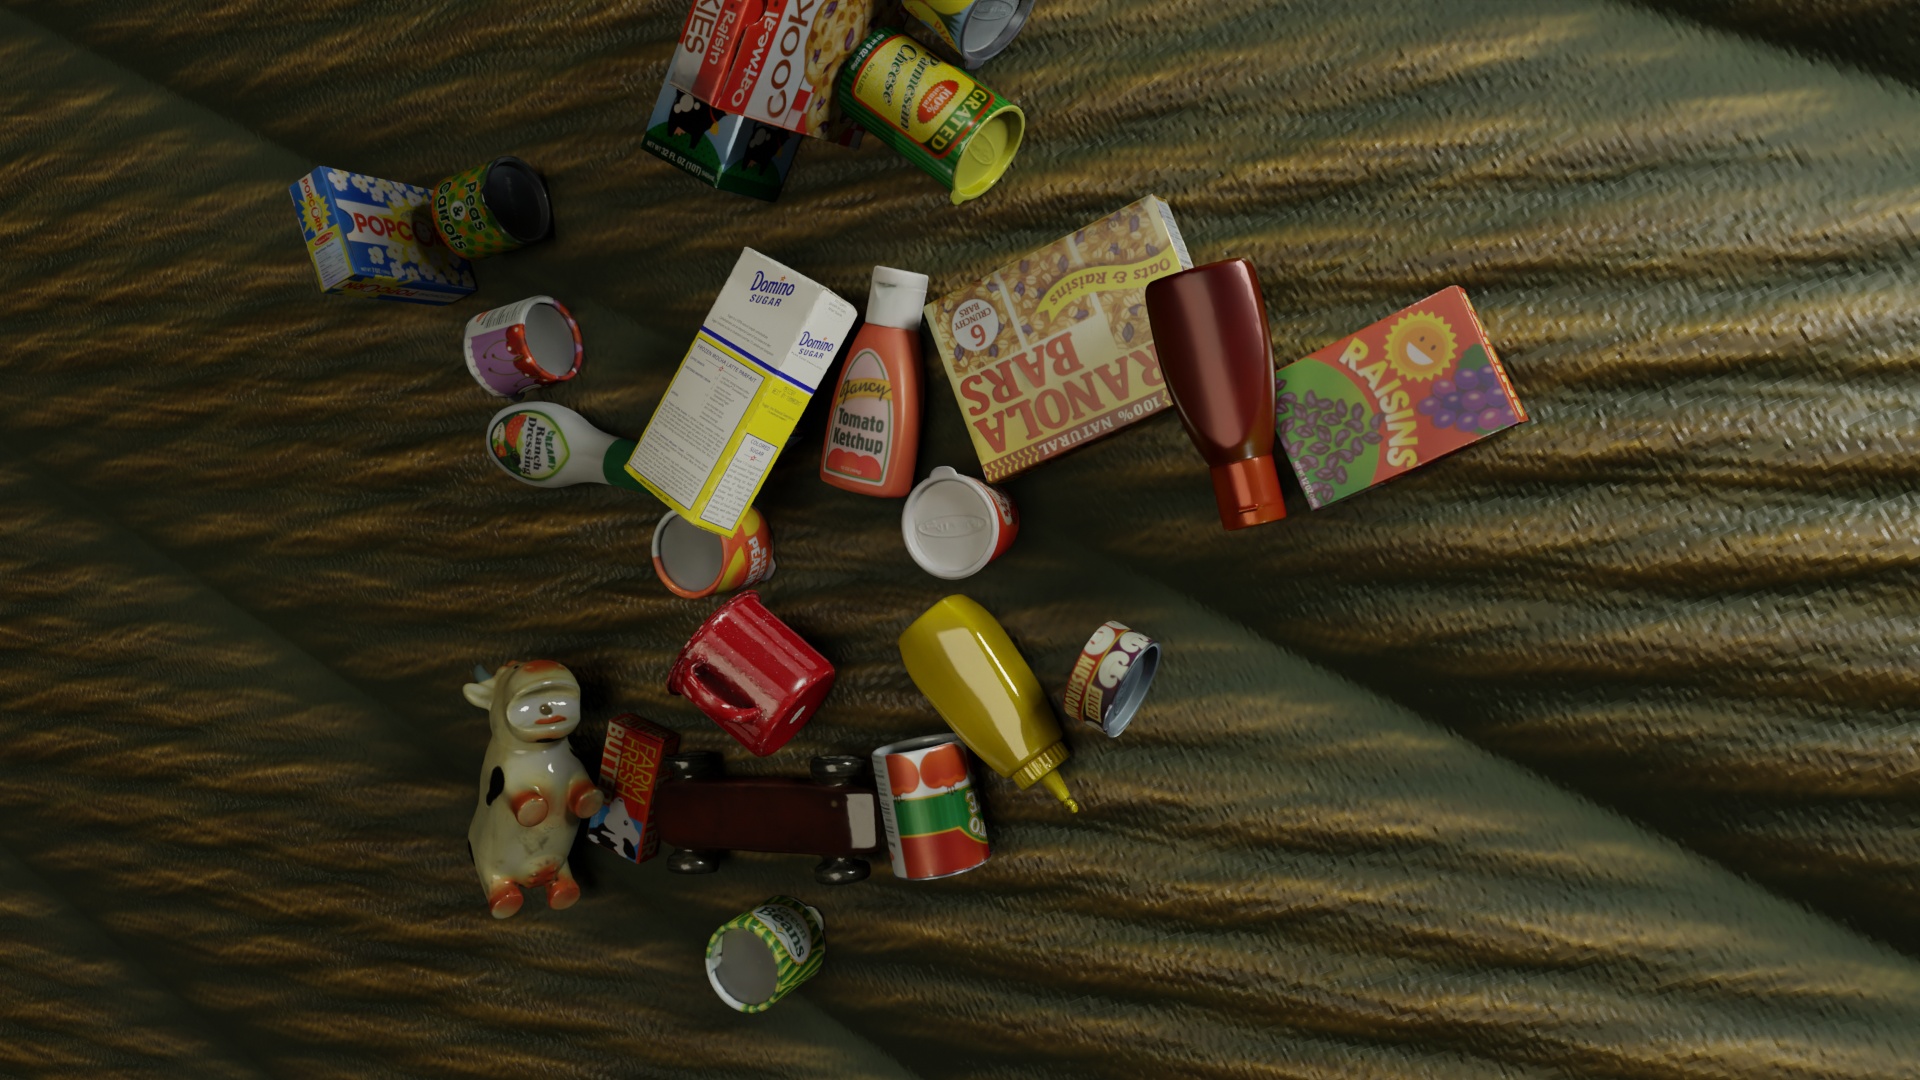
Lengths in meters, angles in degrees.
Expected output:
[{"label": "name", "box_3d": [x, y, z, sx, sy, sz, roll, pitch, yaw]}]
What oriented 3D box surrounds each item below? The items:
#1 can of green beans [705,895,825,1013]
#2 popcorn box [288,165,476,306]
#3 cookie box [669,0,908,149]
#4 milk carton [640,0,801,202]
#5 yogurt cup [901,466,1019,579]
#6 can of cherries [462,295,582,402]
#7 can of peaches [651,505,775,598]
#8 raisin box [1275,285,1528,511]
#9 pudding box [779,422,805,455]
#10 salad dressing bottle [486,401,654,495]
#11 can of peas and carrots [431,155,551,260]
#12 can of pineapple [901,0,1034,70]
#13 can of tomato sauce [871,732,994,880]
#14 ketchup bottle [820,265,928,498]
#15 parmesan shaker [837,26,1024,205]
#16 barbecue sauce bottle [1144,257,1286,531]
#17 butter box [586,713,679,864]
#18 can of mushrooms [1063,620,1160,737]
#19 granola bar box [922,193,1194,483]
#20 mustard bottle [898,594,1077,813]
[{"label": "can of green beans", "box_3d": [-0.140, 0.296, 0.996, 0.071, 0.058, 0.071, 3, 96, 25]}, {"label": "popcorn box", "box_3d": [-0.432, -0.226, 1.048, 0.038, 0.127, 0.085, -20, 87, 22]}, {"label": "cookie box", "box_3d": [-0.096, -0.317, 0.856, 0.040, 0.168, 0.122, 29, 107, 19]}, {"label": "milk carton", "box_3d": [-0.134, -0.331, 0.925, 0.072, 0.073, 0.190, 31, 107, 20]}, {"label": "yogurt cup", "box_3d": [0.003, -0.011, 0.901, 0.072, 0.054, 0.072, 3, 96, 25]}, {"label": "can of cherries", "box_3d": [-0.325, -0.143, 1.040, 0.058, 0.071, 0.071, -11, 90, 25]}, {"label": "can of peaches", "box_3d": [-0.174, 0.007, 0.985, 0.071, 0.058, 0.071, 3, 96, 26]}, {"label": "raisin box", "box_3d": [0.243, -0.079, 0.789, 0.123, 0.040, 0.086, -26, 83, 27]}, {"label": "pudding box", "box_3d": [-0.157, -0.072, 0.985, 0.083, 0.030, 0.050, -35, 79, 24]}, {"label": "salad dressing bottle", "box_3d": [-0.284, -0.066, 1.038, 0.148, 0.044, 0.064, 13, 99, 24]}, {"label": "can of peas and carrots", "box_3d": [-0.352, -0.247, 1.038, 0.058, 0.071, 0.071, -10, 91, 27]}, {"label": "can of pineapple", "box_3d": [0.003, -0.340, 0.863, 0.058, 0.071, 0.070, 44, 111, 16]}, {"label": "can of tomato sauce", "box_3d": [-0.018, 0.175, 0.923, 0.071, 0.071, 0.083, -11, 90, 26]}, {"label": "ketchup bottle", "box_3d": [-0.052, -0.106, 0.924, 0.065, 0.043, 0.148, 16, 101, 28]}, {"label": "parmesan shaker", "box_3d": [-0.021, -0.269, 0.880, 0.103, 0.071, 0.071, 39, 110, 17]}, {"label": "barbecue sauce bottle", "box_3d": [0.151, -0.081, 0.788, 0.065, 0.044, 0.148, -13, 90, 19]}, {"label": "butter box", "box_3d": [-0.249, 0.188, 1.057, 0.053, 0.024, 0.103, 19, 103, 23]}, {"label": "can of mushrooms", "box_3d": [0.093, 0.086, 0.858, 0.033, 0.071, 0.071, 27, 106, 23]}, {"label": "granola bar box", "box_3d": [0.073, -0.122, 0.865, 0.165, 0.039, 0.124, -22, 86, 25]}, {"label": "mustard bottle", "box_3d": [0.026, 0.112, 0.905, 0.065, 0.049, 0.160, -41, 78, 22]}]
